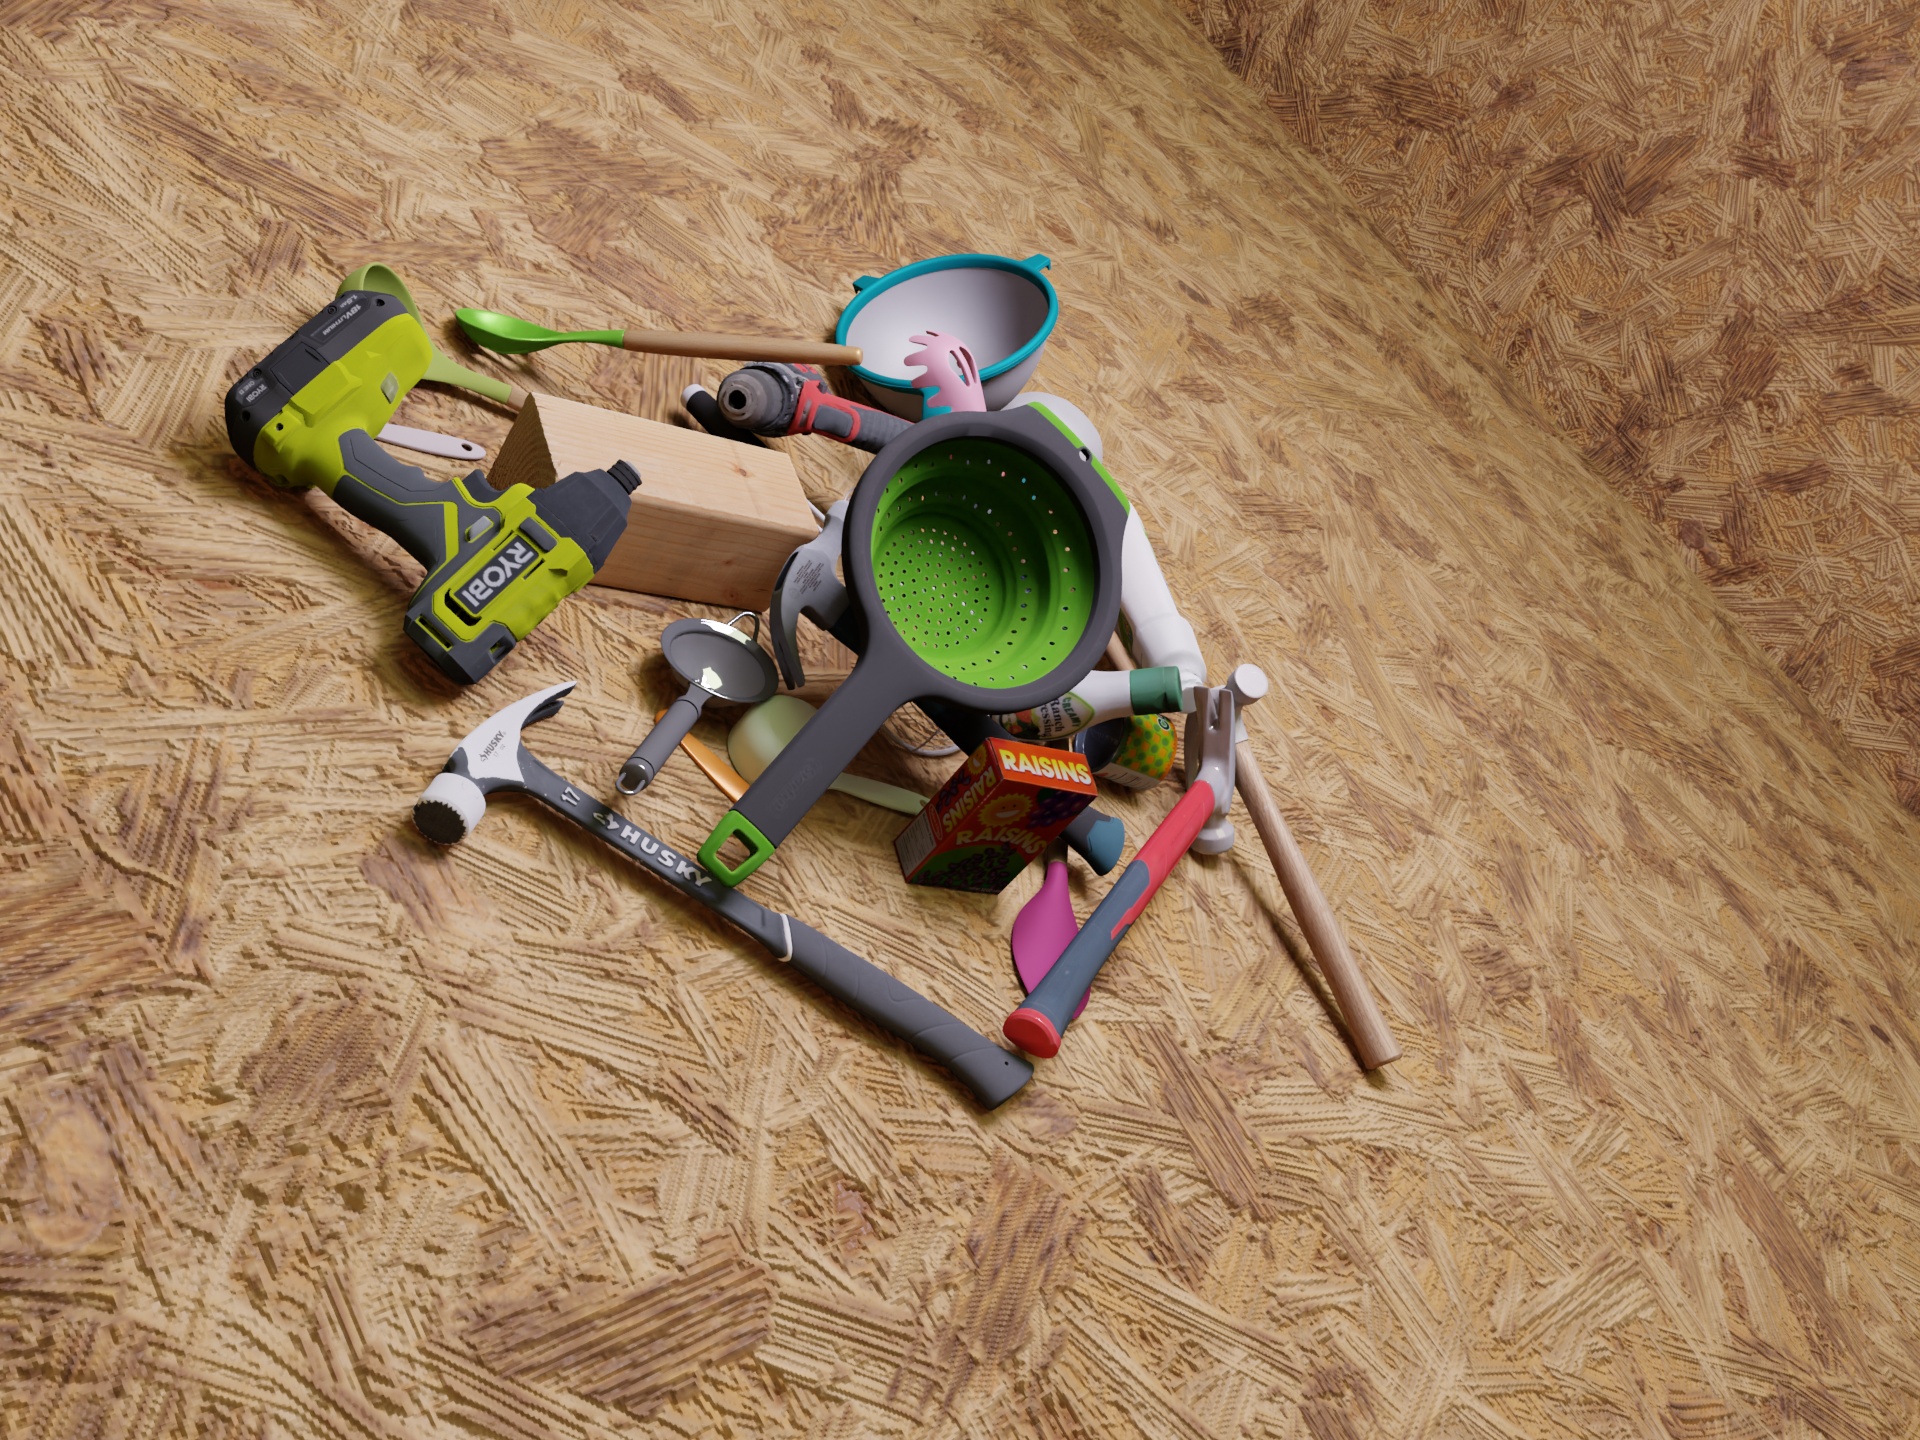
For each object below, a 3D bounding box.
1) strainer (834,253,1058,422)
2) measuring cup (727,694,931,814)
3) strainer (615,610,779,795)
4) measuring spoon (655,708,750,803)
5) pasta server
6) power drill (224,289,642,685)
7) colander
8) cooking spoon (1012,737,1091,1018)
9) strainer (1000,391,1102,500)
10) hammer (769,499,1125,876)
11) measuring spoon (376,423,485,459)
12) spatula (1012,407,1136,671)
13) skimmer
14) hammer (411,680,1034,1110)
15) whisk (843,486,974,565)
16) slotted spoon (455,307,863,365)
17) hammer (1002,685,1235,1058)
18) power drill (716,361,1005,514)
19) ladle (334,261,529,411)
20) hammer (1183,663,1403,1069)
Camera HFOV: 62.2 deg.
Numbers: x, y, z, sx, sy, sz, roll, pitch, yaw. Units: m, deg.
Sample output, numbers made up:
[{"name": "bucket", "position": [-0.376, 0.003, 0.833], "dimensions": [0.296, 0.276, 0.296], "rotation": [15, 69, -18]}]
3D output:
[{"name": "strainer", "position": [-0.010, -0.297, 1.464], "dimensions": [0.211, 0.095, 0.341], "rotation": [-4, 49, 9]}, {"name": "measuring cup", "position": [-0.080, 0.031, 1.111], "dimensions": [0.167, 0.038, 0.083], "rotation": [20, 40, -25]}, {"name": "strainer", "position": [-0.177, -0.008, 1.027], "dimensions": [0.087, 0.050, 0.258], "rotation": [29, 24, -4]}, {"name": "measuring spoon", "position": [-0.158, 0.032, 1.060], "dimensions": [0.117, 0.011, 0.021], "rotation": [43, 35, 3]}, {"name": "pasta server", "position": [0.034, -0.181, 1.347], "dimensions": [0.060, 0.040, 0.316], "rotation": [-33, 108, -40]}, {"name": "power drill", "position": [-0.324, -0.154, 0.990], "dimensions": [0.223, 0.080, 0.171], "rotation": [42, 76, 5]}, {"name": "colander", "position": [-0.046, -0.043, 1.056], "dimensions": [0.204, 0.094, 0.397], "rotation": [46, 65, -13]}, {"name": "cooking spoon", "position": [0.074, 0.093, 1.208], "dimensions": [0.068, 0.017, 0.319], "rotation": [27, 38, -19]}, {"name": "strainer", "position": [0.057, -0.277, 1.549], "dimensions": [0.256, 0.069, 0.152], "rotation": [-11, 60, -51]}, {"name": "hammer", "position": [-0.002, -0.004, 1.149], "dimensions": [0.330, 0.033, 0.128], "rotation": [41, 70, -16]}, {"name": "measuring spoon", "position": [-0.384, -0.201, 1.093], "dimensions": [0.124, 0.018, 0.034], "rotation": [8, 46, -39]}, {"name": "spatula", "position": [0.099, -0.142, 1.394], "dimensions": [0.318, 0.044, 0.082], "rotation": [64, 4, 34]}, {"name": "skimmer", "position": [-0.108, -0.126, 1.250], "dimensions": [0.127, 0.090, 0.363], "rotation": [-30, 65, -34]}, {"name": "hammer", "position": [-0.125, 0.120, 0.978], "dimensions": [0.408, 0.036, 0.149], "rotation": [34, 34, -11]}, {"name": "whisk", "position": [0.002, -0.156, 1.382], "dimensions": [0.284, 0.070, 0.070], "rotation": [4, 49, -47]}, {"name": "slotted spoon", "position": [-0.228, -0.284, 1.197], "dimensions": [0.314, 0.031, 0.070], "rotation": [6, 21, 7]}, {"name": "hammer", "position": [0.126, 0.108, 1.151], "dimensions": [0.038, 0.143, 0.386], "rotation": [9, 27, 25]}, {"name": "power drill", "position": [-0.075, -0.223, 1.237], "dimensions": [0.226, 0.080, 0.188], "rotation": [22, 14, 3]}, {"name": "ladle", "position": [-0.305, -0.236, 1.176], "dimensions": [0.320, 0.062, 0.078], "rotation": [24, 46, -28]}, {"name": "hammer", "position": [0.270, 0.125, 1.298], "dimensions": [0.031, 0.130, 0.331], "rotation": [-15, 72, -27]}]
